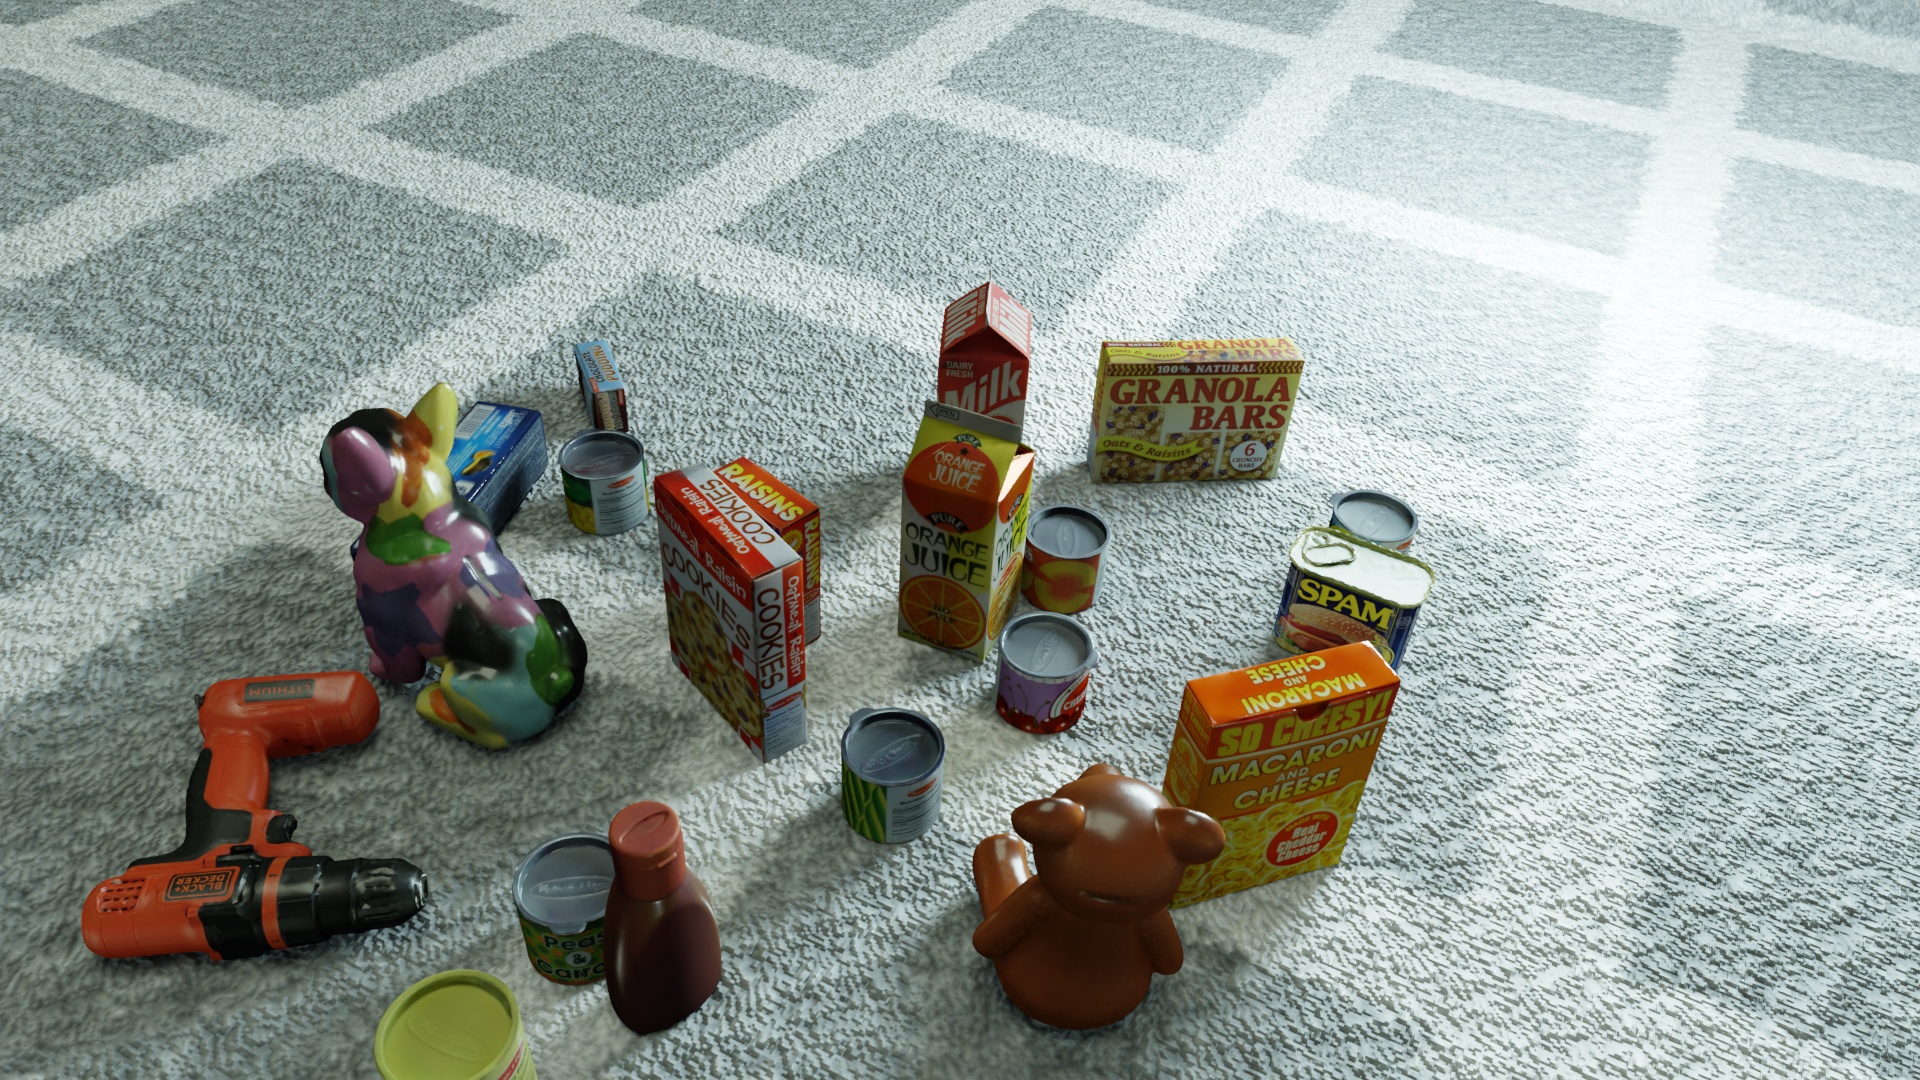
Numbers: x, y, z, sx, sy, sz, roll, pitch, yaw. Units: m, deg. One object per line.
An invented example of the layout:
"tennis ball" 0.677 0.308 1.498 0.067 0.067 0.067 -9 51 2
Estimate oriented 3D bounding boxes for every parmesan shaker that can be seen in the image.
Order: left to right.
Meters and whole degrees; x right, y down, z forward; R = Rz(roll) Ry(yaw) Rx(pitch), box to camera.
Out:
"parmesan shaker" -0.248 0.273 0.690 0.071 0.102 0.072 2 39 -2

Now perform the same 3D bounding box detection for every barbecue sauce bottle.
"barbecue sauce bottle" -0.163 0.202 0.749 0.065 0.147 0.044 -29 49 -34

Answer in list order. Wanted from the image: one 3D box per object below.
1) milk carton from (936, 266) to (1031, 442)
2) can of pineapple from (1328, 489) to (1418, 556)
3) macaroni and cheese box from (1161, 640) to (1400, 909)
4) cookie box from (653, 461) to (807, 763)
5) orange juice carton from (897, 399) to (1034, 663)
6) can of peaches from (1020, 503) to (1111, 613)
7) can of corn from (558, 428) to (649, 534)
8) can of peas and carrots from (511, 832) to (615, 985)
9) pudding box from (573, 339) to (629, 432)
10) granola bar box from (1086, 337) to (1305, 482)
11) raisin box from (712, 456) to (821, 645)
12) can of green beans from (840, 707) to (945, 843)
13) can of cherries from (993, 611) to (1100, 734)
"milk carton" 0.018 -0.123 1.128 0.073 0.189 0.073 4 39 0
"can of pineapple" 0.324 0.000 1.108 0.071 0.057 0.071 2 39 -2
"macaroni and cheese box" 0.185 0.144 0.836 0.124 0.165 0.040 -11 41 -17
"cookie box" -0.153 0.048 0.923 0.040 0.166 0.123 -25 47 -31
"orange juice carton" 0.004 -0.012 0.990 0.072 0.191 0.073 17 41 16
"can of peaches" 0.078 0.014 1.070 0.071 0.057 0.071 2 39 -2
"can of corn" -0.286 -0.048 1.114 0.071 0.058 0.071 2 39 -2
"can of peas and carrots" -0.220 0.214 0.800 0.071 0.058 0.071 2 39 -2
"pudding box" -0.317 -0.135 1.225 0.030 0.049 0.084 -12 42 -19
"granola bar box" 0.196 -0.110 1.180 0.166 0.123 0.039 -2 40 -7
"raisin box" -0.141 0.012 1.002 0.086 0.122 0.040 34 48 31
"can of green beans" -0.044 0.151 0.893 0.071 0.057 0.071 2 39 -2
"can of cherries" 0.060 0.094 0.971 0.071 0.058 0.072 2 39 -2
